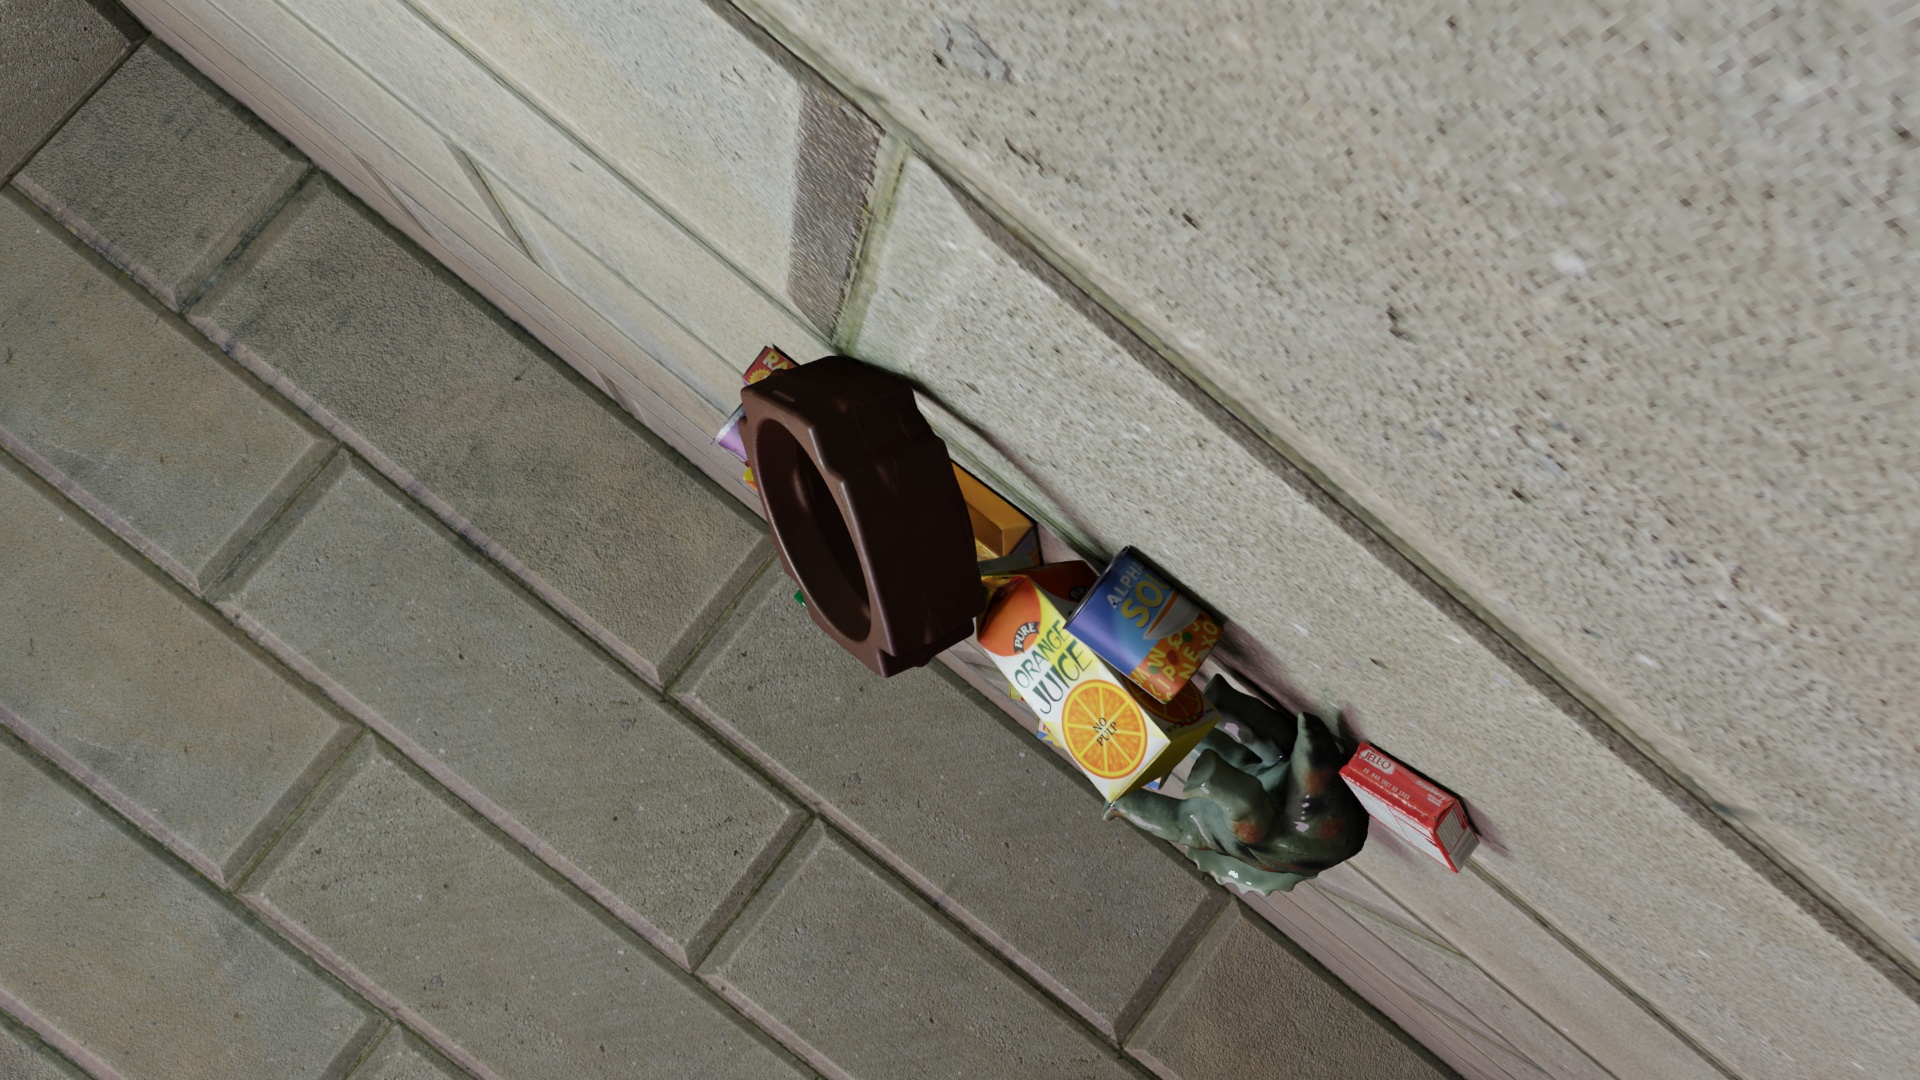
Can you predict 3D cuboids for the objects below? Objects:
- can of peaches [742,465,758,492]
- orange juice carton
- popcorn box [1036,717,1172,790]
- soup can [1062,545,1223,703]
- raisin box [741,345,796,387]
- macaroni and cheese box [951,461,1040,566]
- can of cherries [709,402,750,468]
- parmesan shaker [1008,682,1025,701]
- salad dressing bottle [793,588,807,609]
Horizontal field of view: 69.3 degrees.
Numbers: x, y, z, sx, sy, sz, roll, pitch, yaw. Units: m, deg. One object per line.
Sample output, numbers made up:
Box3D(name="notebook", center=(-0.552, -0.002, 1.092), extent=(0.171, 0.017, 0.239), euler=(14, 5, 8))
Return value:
Box3D(name="can of peaches", center=(-0.152, -0.060, 1.241), extent=(0.071, 0.058, 0.071), euler=(37, -179, -1))
Box3D(name="orange juice carton", center=(0.083, 0.081, 0.972), extent=(0.072, 0.072, 0.193), euler=(-13, -124, -49))
Box3D(name="popcorn box", center=(0.144, 0.167, 1.270), extent=(0.127, 0.085, 0.038), euler=(22, 129, 20))
Box3D(name="soup can", center=(0.120, 0.054, 0.904), extent=(0.084, 0.071, 0.071), euler=(37, 172, 4))
Box3D(name="raisin box", center=(-0.124, -0.107, 1.181), extent=(0.123, 0.040, 0.086), euler=(37, 173, 2))
Box3D(name="macaroni and cheese box", center=(0.004, -0.014, 1.122), extent=(0.124, 0.040, 0.166), euler=(38, 172, 13))
Box3D(name="can of cherries", center=(-0.223, -0.113, 1.483), extent=(0.058, 0.071, 0.071), euler=(39, 172, -9))
Box3D(name="parmesan shaker", center=(0.101, 0.120, 1.240), extent=(0.103, 0.071, 0.071), euler=(12, 167, 8))
Box3D(name="salad dressing bottle", center=(-0.101, 0.009, 1.342), extent=(0.044, 0.148, 0.064), euler=(32, 170, 37))
